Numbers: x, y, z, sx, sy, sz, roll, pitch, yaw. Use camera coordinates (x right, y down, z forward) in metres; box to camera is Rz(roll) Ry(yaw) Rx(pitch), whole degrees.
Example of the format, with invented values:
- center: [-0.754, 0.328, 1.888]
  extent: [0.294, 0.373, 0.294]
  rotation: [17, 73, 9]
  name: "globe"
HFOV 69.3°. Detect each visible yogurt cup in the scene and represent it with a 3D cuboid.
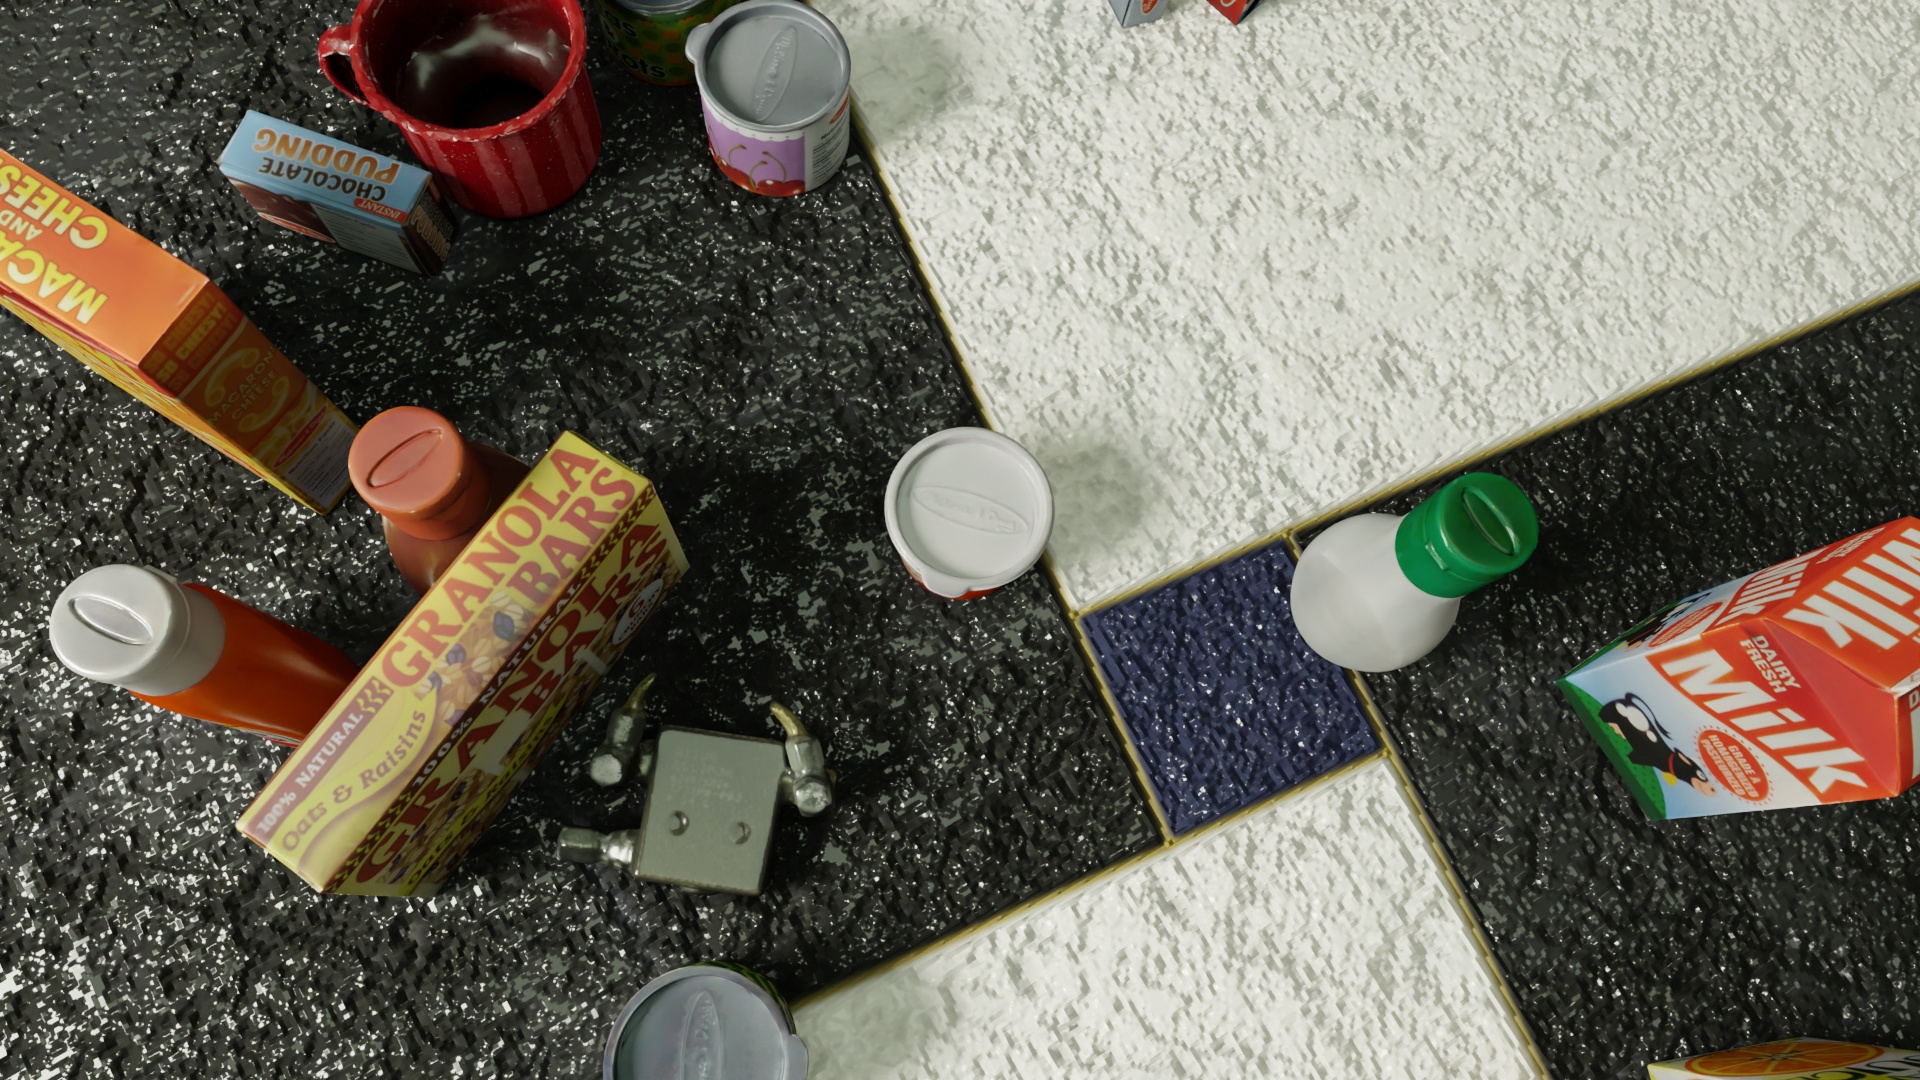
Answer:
- center: [0.002, -0.007, 0.576]
  extent: [0.072, 0.053, 0.072]
  rotation: [1, 75, -4]
  name: "yogurt cup"

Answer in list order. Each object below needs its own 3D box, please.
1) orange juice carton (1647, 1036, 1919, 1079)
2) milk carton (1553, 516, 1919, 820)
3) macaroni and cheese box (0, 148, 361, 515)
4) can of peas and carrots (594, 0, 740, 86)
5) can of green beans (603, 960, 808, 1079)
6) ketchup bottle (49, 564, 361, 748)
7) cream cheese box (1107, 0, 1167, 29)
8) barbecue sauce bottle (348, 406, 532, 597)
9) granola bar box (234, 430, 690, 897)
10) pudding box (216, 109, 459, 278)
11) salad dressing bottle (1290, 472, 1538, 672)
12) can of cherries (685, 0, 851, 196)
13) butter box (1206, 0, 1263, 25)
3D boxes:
- center: [0.326, 0.219, 0.470]
  extent: [0.072, 0.192, 0.073]
  rotation: [-7, 76, -6]
  name: "orange juice carton"
- center: [0.312, 0.051, 0.516]
  extent: [0.072, 0.190, 0.073]
  rotation: [-30, 80, -11]
  name: "milk carton"
- center: [-0.301, -0.076, 0.511]
  extent: [0.124, 0.166, 0.040]
  rotation: [31, 75, 4]
  name: "macaroni and cheese box"
- center: [-0.135, -0.248, 0.629]
  extent: [0.071, 0.058, 0.071]
  rotation: [1, 75, -4]
  name: "can of peas and carrots"
- center: [-0.094, 0.190, 0.512]
  extent: [0.071, 0.057, 0.071]
  rotation: [1, 75, -4]
  name: "can of green beans"
- center: [-0.263, 0.042, 0.491]
  extent: [0.065, 0.148, 0.043]
  rotation: [25, 75, 2]
  name: "ketchup bottle"
- center: [0.071, -0.304, 0.664]
  extent: [0.024, 0.053, 0.104]
  rotation: [-21, 77, -10]
  name: "cream cheese box"
- center: [-0.182, -0.008, 0.512]
  extent: [0.065, 0.148, 0.044]
  rotation: [-40, 82, -13]
  name: "barbecue sauce bottle"
- center: [-0.171, 0.050, 0.510]
  extent: [0.039, 0.124, 0.166]
  rotation: [34, 75, 5]
  name: "granola bar box"
- center: [-0.265, -0.147, 0.595]
  extent: [0.084, 0.049, 0.030]
  rotation: [19, 74, 0]
  name: "pudding box"
- center: [0.172, 0.013, 0.536]
  extent: [0.044, 0.147, 0.064]
  rotation: [-31, 80, -12]
  name: "salad dressing bottle"
- center: [-0.084, -0.197, 0.619]
  extent: [0.071, 0.058, 0.071]
  rotation: [1, 75, -4]
  name: "can of cherries"
- center: [0.164, -0.301, 0.671]
  extent: [0.024, 0.053, 0.104]
  rotation: [44, 76, 7]
  name: "butter box"
